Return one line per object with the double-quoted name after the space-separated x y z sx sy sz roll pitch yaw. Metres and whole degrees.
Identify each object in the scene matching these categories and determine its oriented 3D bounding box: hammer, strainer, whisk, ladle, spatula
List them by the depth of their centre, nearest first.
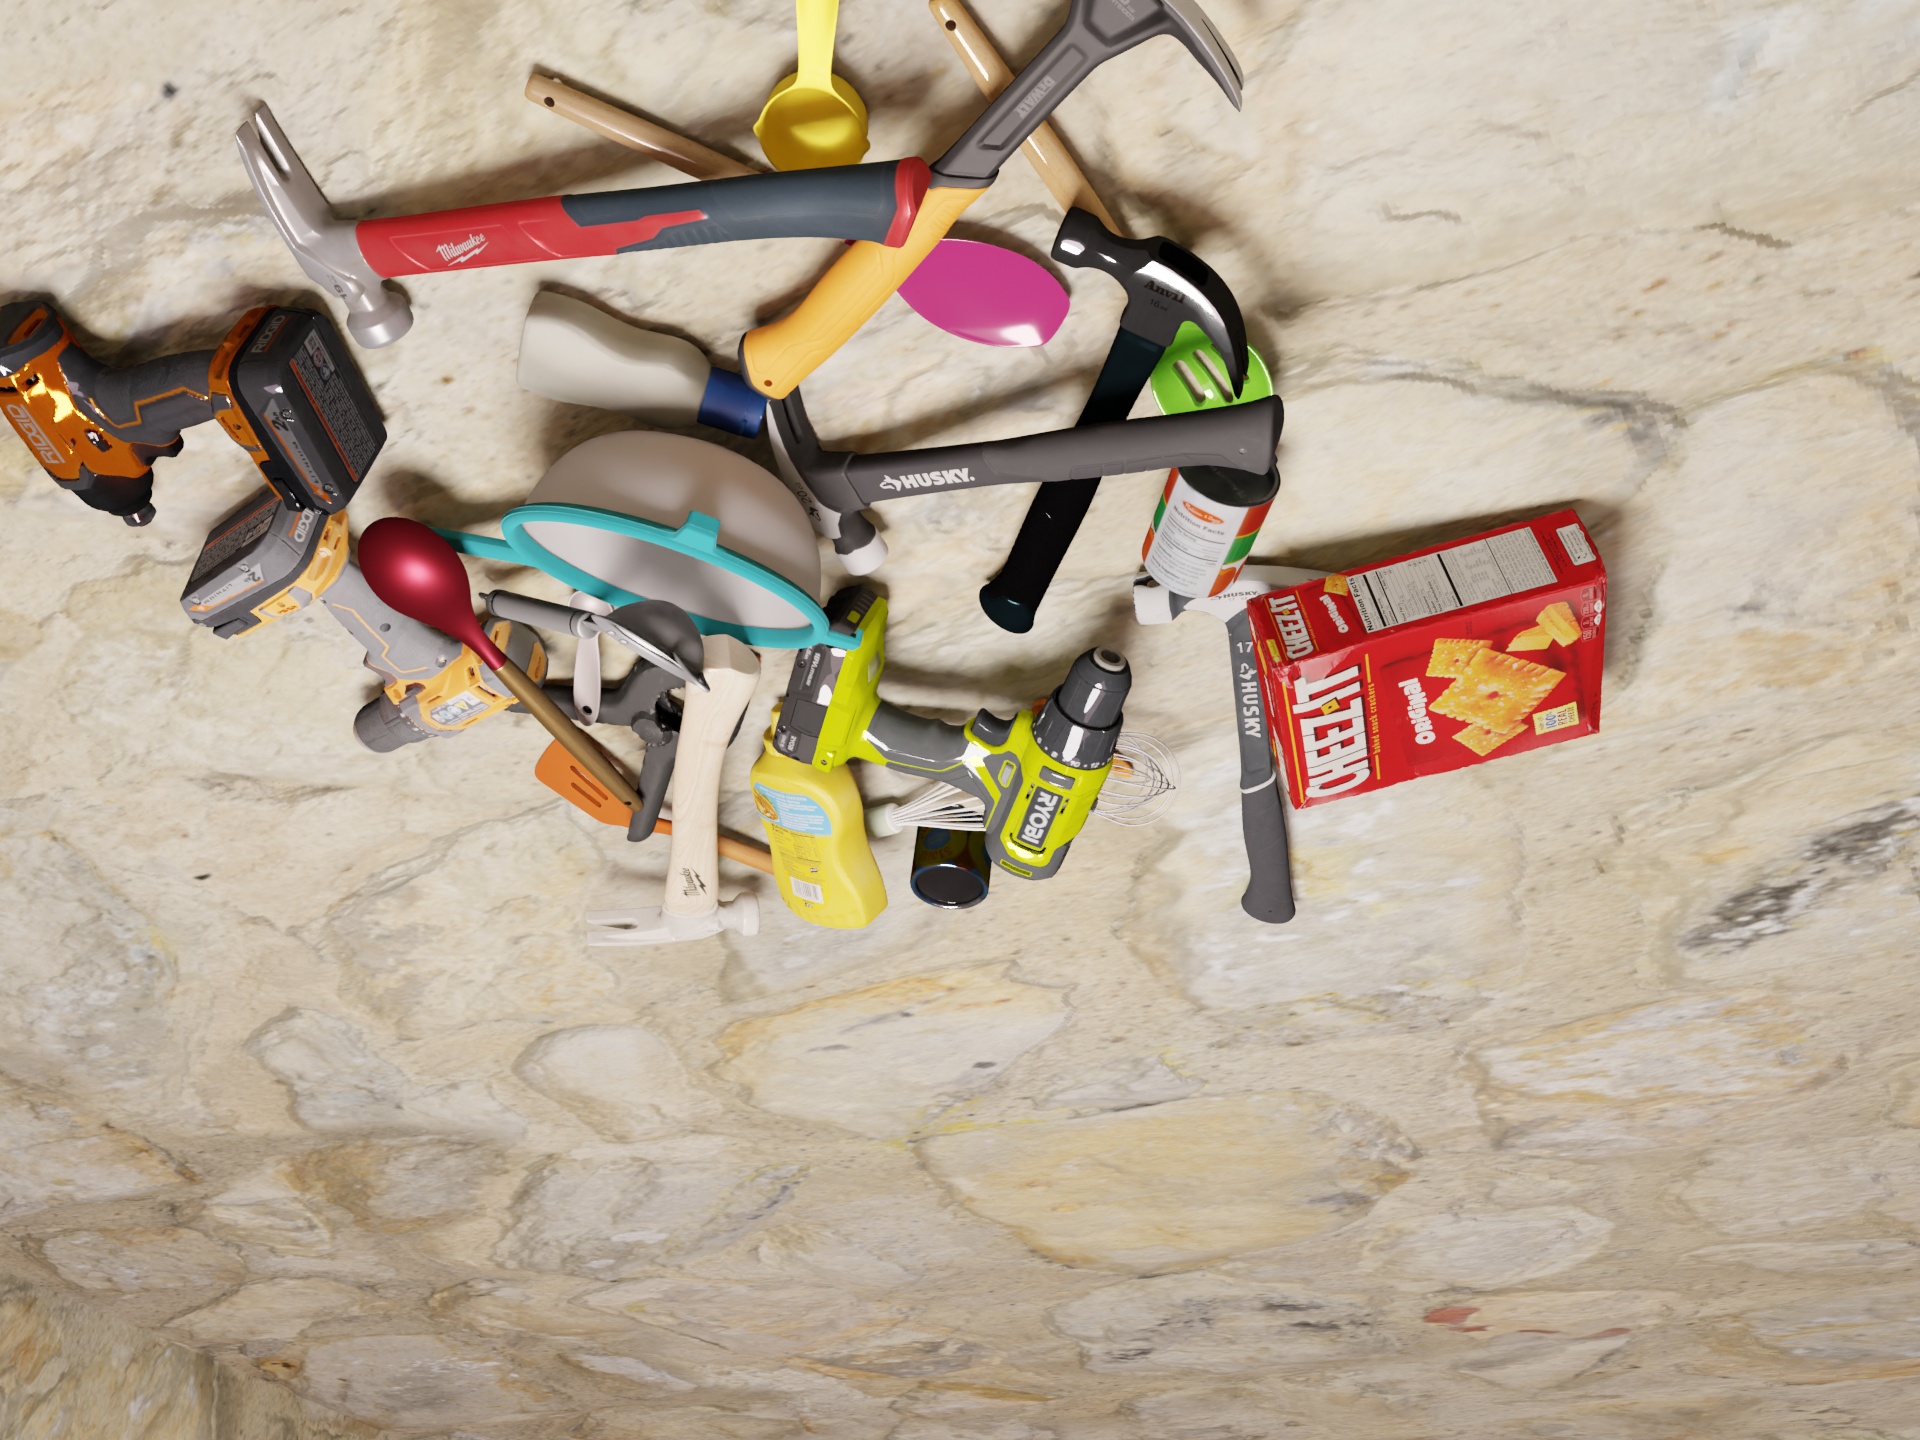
-0.008 -0.270 0.846 0.127 0.034 0.337 32 136 -25 "hammer"
-0.203 -0.279 0.850 0.386 0.038 0.143 1 139 21 "hammer"
0.032 -0.158 0.937 0.335 0.035 0.146 -1 137 34 "hammer"
0.073 -0.159 0.972 0.128 0.033 0.330 23 145 -3 "hammer"
-0.228 -0.136 1.035 0.340 0.095 0.210 11 167 29 "strainer"
-0.244 -0.065 1.056 0.259 0.050 0.086 14 162 38 "strainer"
-0.315 -0.026 1.133 0.069 0.031 0.315 -18 136 16 "ladle"
0.024 0.024 1.194 0.284 0.070 0.070 11 140 7 "whisk"
0.228 0.031 1.199 0.149 0.036 0.408 -4 139 12 "hammer"
-0.211 0.068 1.213 0.146 0.038 0.410 -3 147 -15 "hammer"
-0.046 0.078 1.286 0.246 0.059 0.057 -16 162 31 "whisk"
-0.203 0.097 1.349 0.322 0.041 0.081 24 135 -25 "spatula"

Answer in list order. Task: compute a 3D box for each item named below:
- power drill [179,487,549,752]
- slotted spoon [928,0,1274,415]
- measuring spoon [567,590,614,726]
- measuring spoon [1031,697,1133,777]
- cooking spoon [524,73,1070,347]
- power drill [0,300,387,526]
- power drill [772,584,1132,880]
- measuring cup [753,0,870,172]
-0.443 -0.059 1.158 0.185 0.084 0.226 -23 136 31 "power drill"
0.080 -0.268 0.874 0.070 0.031 0.313 -21 131 31 "slotted spoon"
-0.272 -0.048 1.173 0.034 0.018 0.124 15 127 3 "measuring spoon"
0.095 0.013 1.217 0.021 0.011 0.116 -20 137 39 "measuring spoon"
-0.085 -0.284 0.885 0.318 0.017 0.068 20 141 -16 "cooking spoon"
-0.492 -0.186 1.015 0.226 0.084 0.164 3 141 12 "power drill"
-0.002 -0.004 1.109 0.228 0.080 0.190 23 128 3 "power drill"
-0.071 -0.347 0.803 0.062 0.029 0.156 8 137 -1 "measuring cup"
